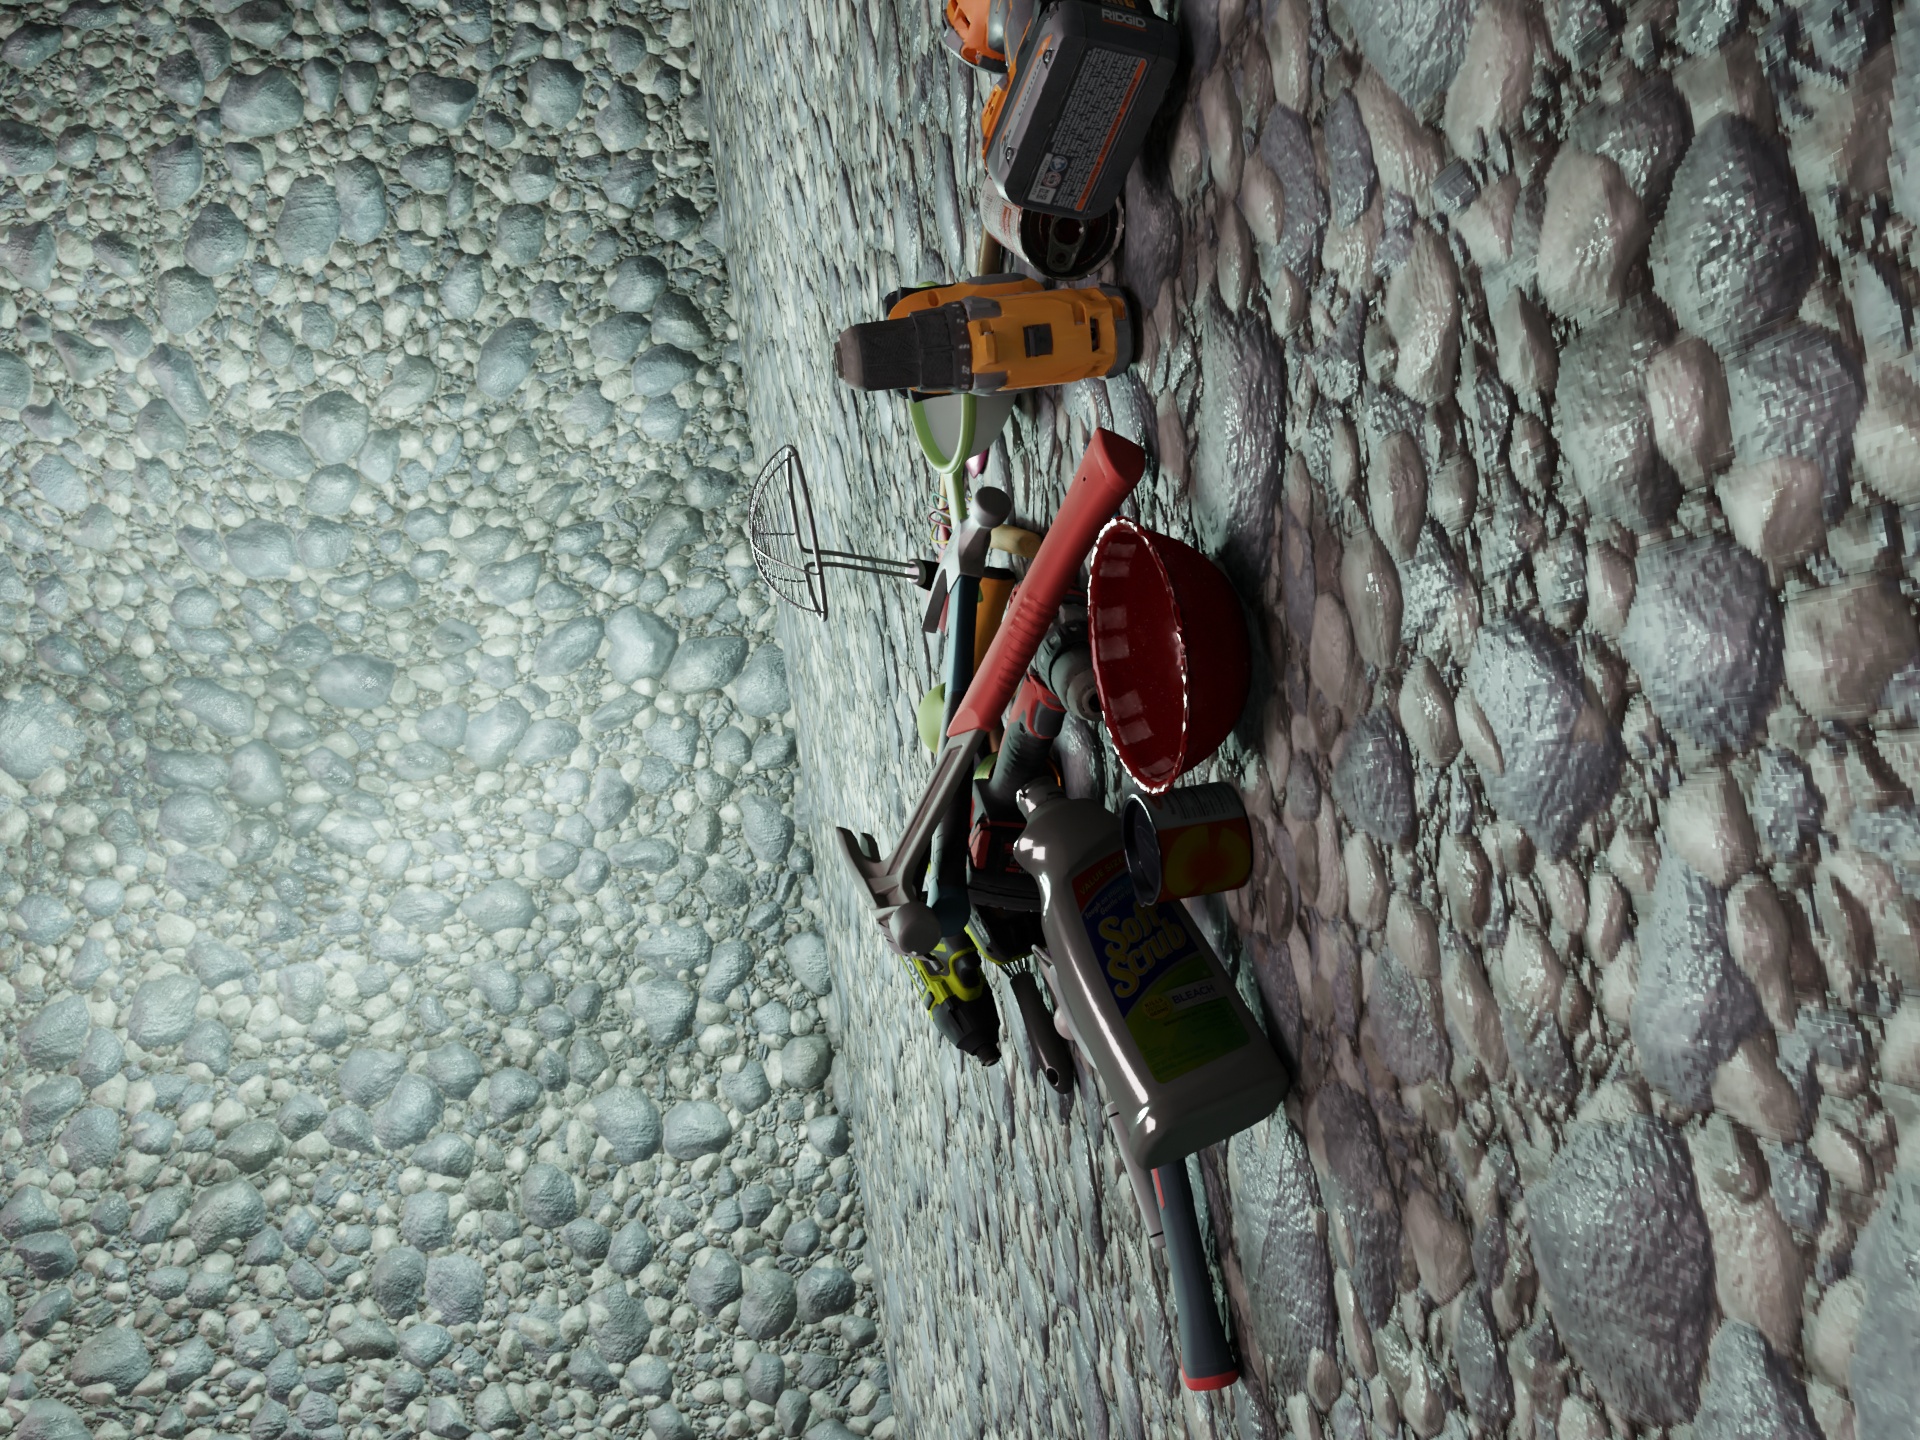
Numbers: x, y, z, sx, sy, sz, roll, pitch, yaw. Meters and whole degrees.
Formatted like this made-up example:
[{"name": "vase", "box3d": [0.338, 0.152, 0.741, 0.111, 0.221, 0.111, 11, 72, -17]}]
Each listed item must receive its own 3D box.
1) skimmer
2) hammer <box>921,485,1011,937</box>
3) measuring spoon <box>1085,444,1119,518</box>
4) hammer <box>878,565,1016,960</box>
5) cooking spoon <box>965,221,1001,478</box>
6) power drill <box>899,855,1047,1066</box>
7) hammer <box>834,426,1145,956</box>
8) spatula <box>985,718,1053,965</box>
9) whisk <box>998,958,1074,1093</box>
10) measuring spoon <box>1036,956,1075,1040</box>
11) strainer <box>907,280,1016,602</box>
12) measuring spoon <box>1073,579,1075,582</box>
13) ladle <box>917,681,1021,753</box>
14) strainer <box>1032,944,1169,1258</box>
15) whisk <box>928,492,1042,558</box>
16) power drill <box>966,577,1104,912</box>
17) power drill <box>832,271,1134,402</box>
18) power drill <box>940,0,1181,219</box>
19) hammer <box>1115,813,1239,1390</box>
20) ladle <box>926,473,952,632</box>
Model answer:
[{"name": "skimmer", "box3d": [-0.045, -0.130, 1.245, 0.363, 0.090, 0.127, 2, -107, -59]}, {"name": "hammer", "box3d": [-0.002, -0.004, 1.161, 0.128, 0.033, 0.331, 124, 153, -57]}, {"name": "measuring spoon", "box3d": [0.095, -0.131, 1.069, 0.042, 0.021, 0.129, 107, 151, -63]}, {"name": "hammer", "box3d": [-0.005, 0.026, 1.286, 0.127, 0.034, 0.337, 77, -155, -63]}, {"name": "cooking spoon", "box3d": [0.017, -0.324, 1.309, 0.318, 0.017, 0.069, 98, 159, -53]}, {"name": "power drill", "box3d": [0.010, 0.192, 1.394, 0.171, 0.080, 0.223, 59, 151, 26]}, {"name": "hammer", "box3d": [0.019, -0.028, 1.053, 0.359, 0.036, 0.149, -63, 31, 17]}, {"name": "spatula", "box3d": [0.046, 0.068, 1.364, 0.060, 0.018, 0.316, 176, 78, -76]}, {"name": "whisk", "box3d": [0.053, 0.239, 1.450, 0.055, 0.055, 0.239, 95, 158, -46]}, {"name": "measuring spoon", "box3d": [0.078, 0.236, 1.394, 0.124, 0.018, 0.034, -118, 23, -59]}, {"name": "strainer", "box3d": [0.015, -0.223, 1.274, 0.151, 0.069, 0.256, -155, 55, -69]}, {"name": "measuring spoon", "box3d": [0.083, -0.079, 1.198, 0.021, 0.011, 0.116, -118, 27, -57]}, {"name": "ladle", "box3d": [0.026, -0.016, 1.448, 0.320, 0.062, 0.078, 156, 107, -70]}, {"name": "strainer", "box3d": [0.118, 0.284, 1.197, 0.086, 0.050, 0.259, 96, 156, -68]}, {"name": "whisk", "box3d": [0.020, -0.166, 1.358, 0.245, 0.047, 0.051, -146, 37, -68]}, {"name": "power drill", "box3d": [0.058, 0.023, 1.121, 0.188, 0.080, 0.226, -110, 31, -65]}, {"name": "power drill", "box3d": [-0.001, -0.252, 1.064, 0.226, 0.185, 0.084, -128, 30, -72]}, {"name": "power drill", "box3d": [0.054, -0.419, 0.922, 0.164, 0.084, 0.227, 117, 149, -45]}, {"name": "hammer", "box3d": [0.137, 0.256, 1.094, 0.143, 0.038, 0.386, 125, 135, -70]}, {"name": "ladle", "box3d": [-0.010, -0.210, 1.499, 0.069, 0.031, 0.315, -111, 20, -48]}]
